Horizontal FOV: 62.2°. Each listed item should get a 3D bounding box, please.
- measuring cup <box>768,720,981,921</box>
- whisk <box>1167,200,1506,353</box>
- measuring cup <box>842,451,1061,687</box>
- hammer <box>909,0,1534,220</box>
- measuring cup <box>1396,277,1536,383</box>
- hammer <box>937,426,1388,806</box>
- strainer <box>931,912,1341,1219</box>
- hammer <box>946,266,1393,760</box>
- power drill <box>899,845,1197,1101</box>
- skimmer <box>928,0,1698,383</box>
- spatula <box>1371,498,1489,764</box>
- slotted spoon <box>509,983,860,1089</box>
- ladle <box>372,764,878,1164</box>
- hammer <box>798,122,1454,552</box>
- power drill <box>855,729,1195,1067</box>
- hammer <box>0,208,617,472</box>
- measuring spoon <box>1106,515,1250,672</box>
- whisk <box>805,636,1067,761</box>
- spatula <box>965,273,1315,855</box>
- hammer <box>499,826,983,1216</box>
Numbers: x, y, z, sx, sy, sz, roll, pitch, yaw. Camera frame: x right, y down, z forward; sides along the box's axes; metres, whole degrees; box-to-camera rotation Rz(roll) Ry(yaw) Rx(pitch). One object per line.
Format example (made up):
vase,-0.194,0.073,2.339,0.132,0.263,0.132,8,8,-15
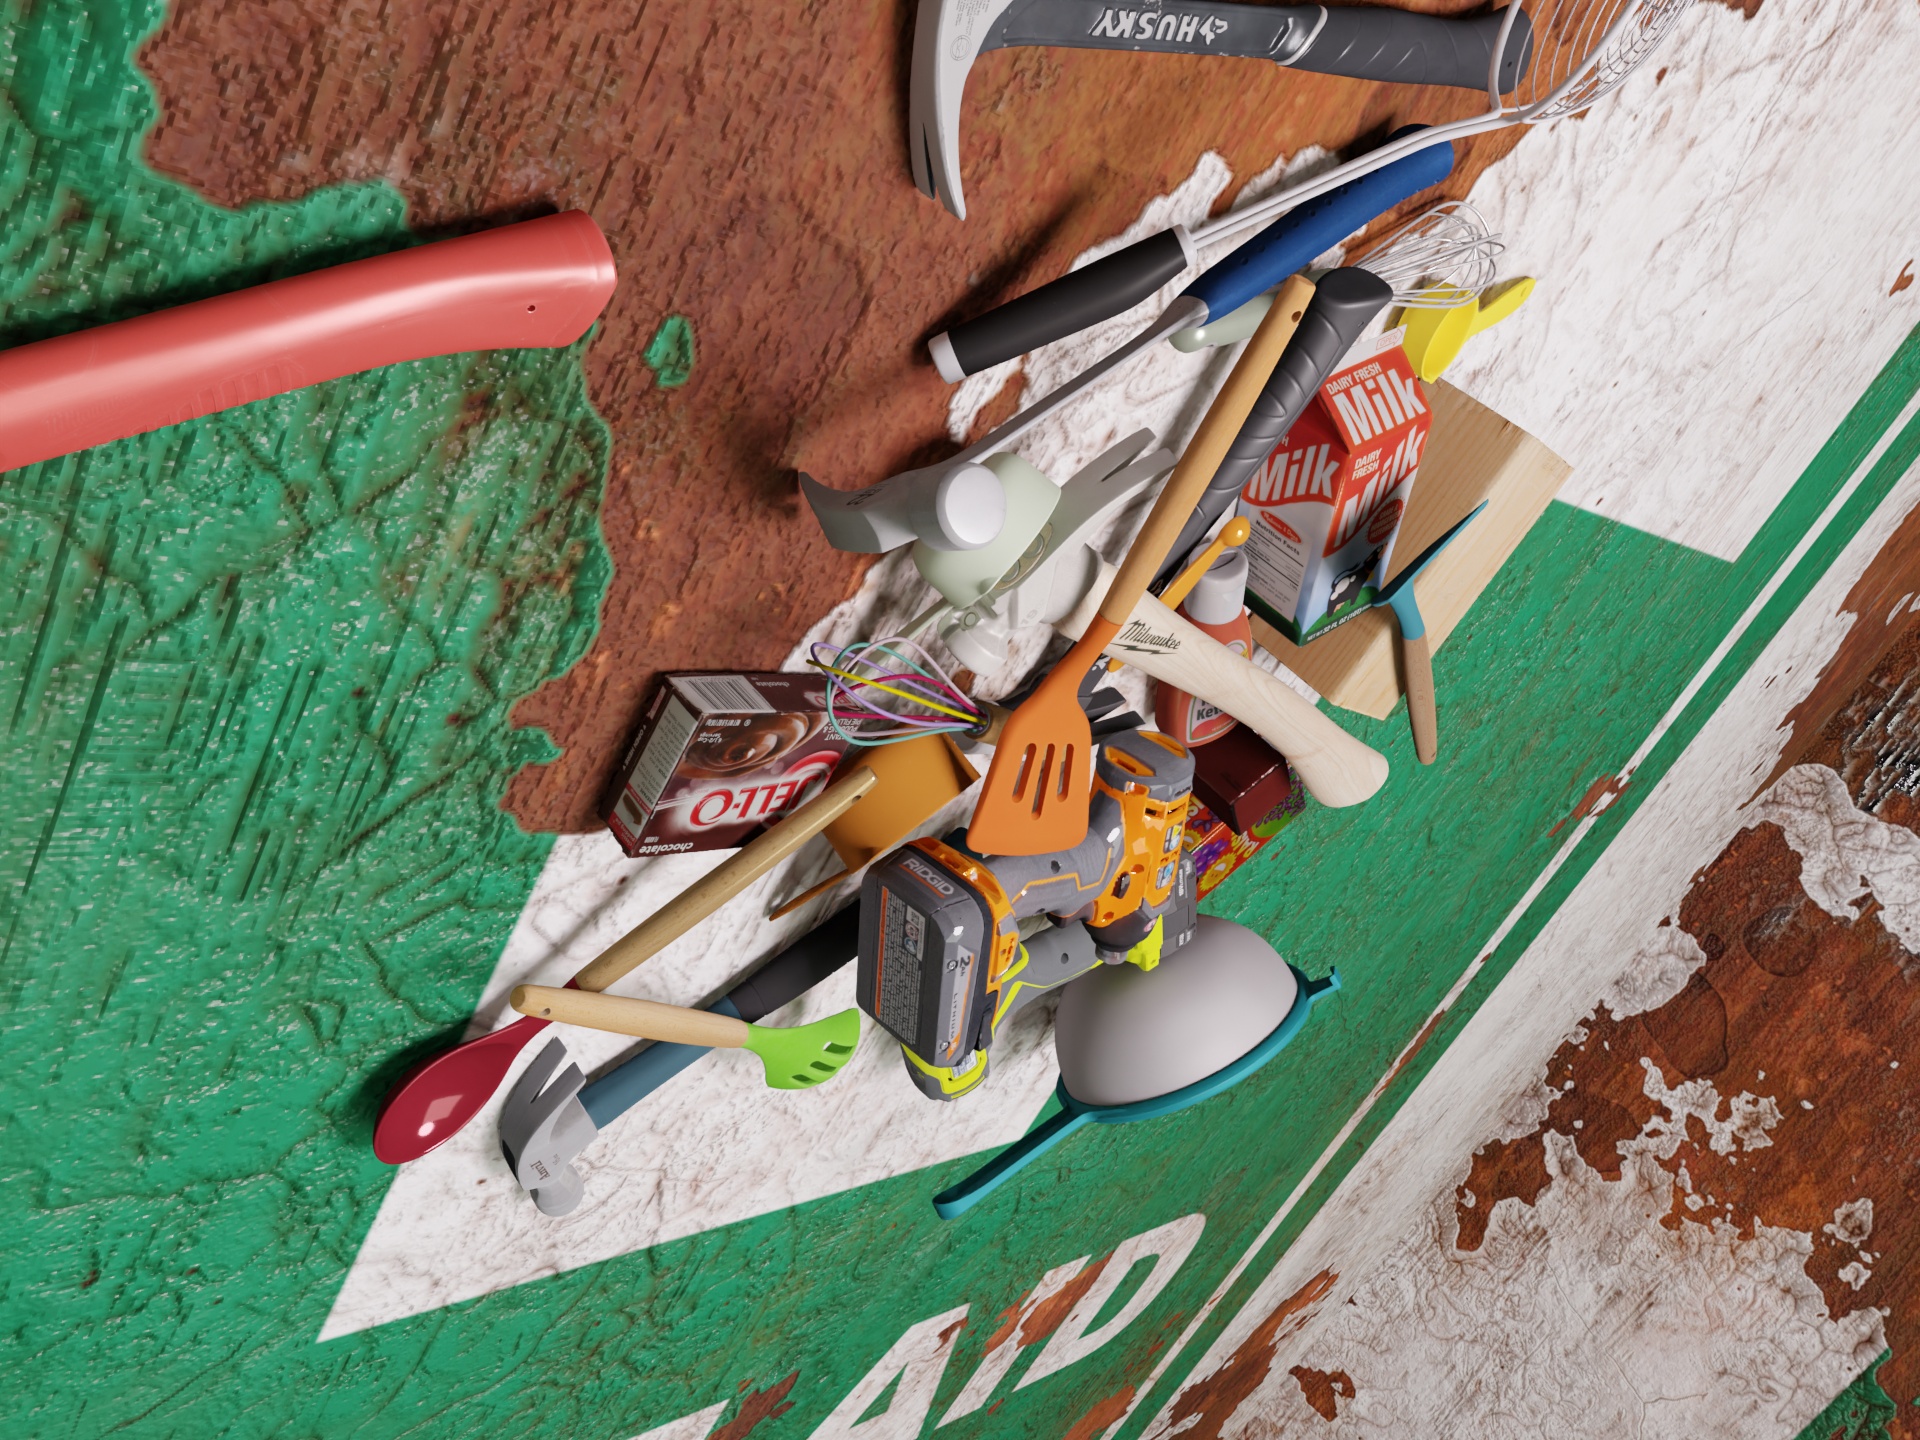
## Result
measuring cup,-0.066,0.057,0.880,0.173,0.052,0.095,-36,179,35
whisk,0.209,-0.238,0.869,0.246,0.058,0.059,-22,107,-28
measuring cup,-0.020,-0.070,0.783,0.167,0.038,0.083,-39,-163,34
hammer,0.139,-0.305,0.717,0.409,0.036,0.149,-16,138,-39
measuring cup,0.316,-0.257,0.991,0.156,0.029,0.062,-33,148,-41
hammer,0.161,-0.030,0.925,0.146,0.038,0.410,-45,141,16
strainer,0.102,0.235,1.177,0.340,0.211,0.095,-30,100,-26
hammer,0.127,-0.106,0.892,0.146,0.035,0.334,-1,134,-48
power drill,0.052,0.151,1.090,0.223,0.080,0.171,-30,141,-18
skimmer,0.141,-0.255,0.673,0.363,0.127,0.090,-23,116,11
spatula,0.298,-0.038,1.017,0.082,0.044,0.317,-45,148,-7
slotted spoon,-0.137,0.171,0.869,0.070,0.031,0.313,-45,150,7
ladle,-0.170,0.120,0.806,0.315,0.031,0.069,-37,154,2
hammer,0.095,-0.187,0.747,0.405,0.144,0.035,-38,114,-27
power drill,0.046,0.113,0.948,0.226,0.084,0.164,-24,133,-38
hammer,-0.272,-0.104,0.471,0.359,0.037,0.149,-26,143,-28
measuring spoon,0.123,-0.068,0.891,0.117,0.011,0.021,-49,149,19
whisk,0.000,-0.002,0.817,0.047,0.051,0.244,-13,164,28
spatula,0.089,-0.064,0.772,0.081,0.041,0.322,2,129,-37
hammer,-0.123,0.166,0.946,0.331,0.033,0.128,-33,147,-20
